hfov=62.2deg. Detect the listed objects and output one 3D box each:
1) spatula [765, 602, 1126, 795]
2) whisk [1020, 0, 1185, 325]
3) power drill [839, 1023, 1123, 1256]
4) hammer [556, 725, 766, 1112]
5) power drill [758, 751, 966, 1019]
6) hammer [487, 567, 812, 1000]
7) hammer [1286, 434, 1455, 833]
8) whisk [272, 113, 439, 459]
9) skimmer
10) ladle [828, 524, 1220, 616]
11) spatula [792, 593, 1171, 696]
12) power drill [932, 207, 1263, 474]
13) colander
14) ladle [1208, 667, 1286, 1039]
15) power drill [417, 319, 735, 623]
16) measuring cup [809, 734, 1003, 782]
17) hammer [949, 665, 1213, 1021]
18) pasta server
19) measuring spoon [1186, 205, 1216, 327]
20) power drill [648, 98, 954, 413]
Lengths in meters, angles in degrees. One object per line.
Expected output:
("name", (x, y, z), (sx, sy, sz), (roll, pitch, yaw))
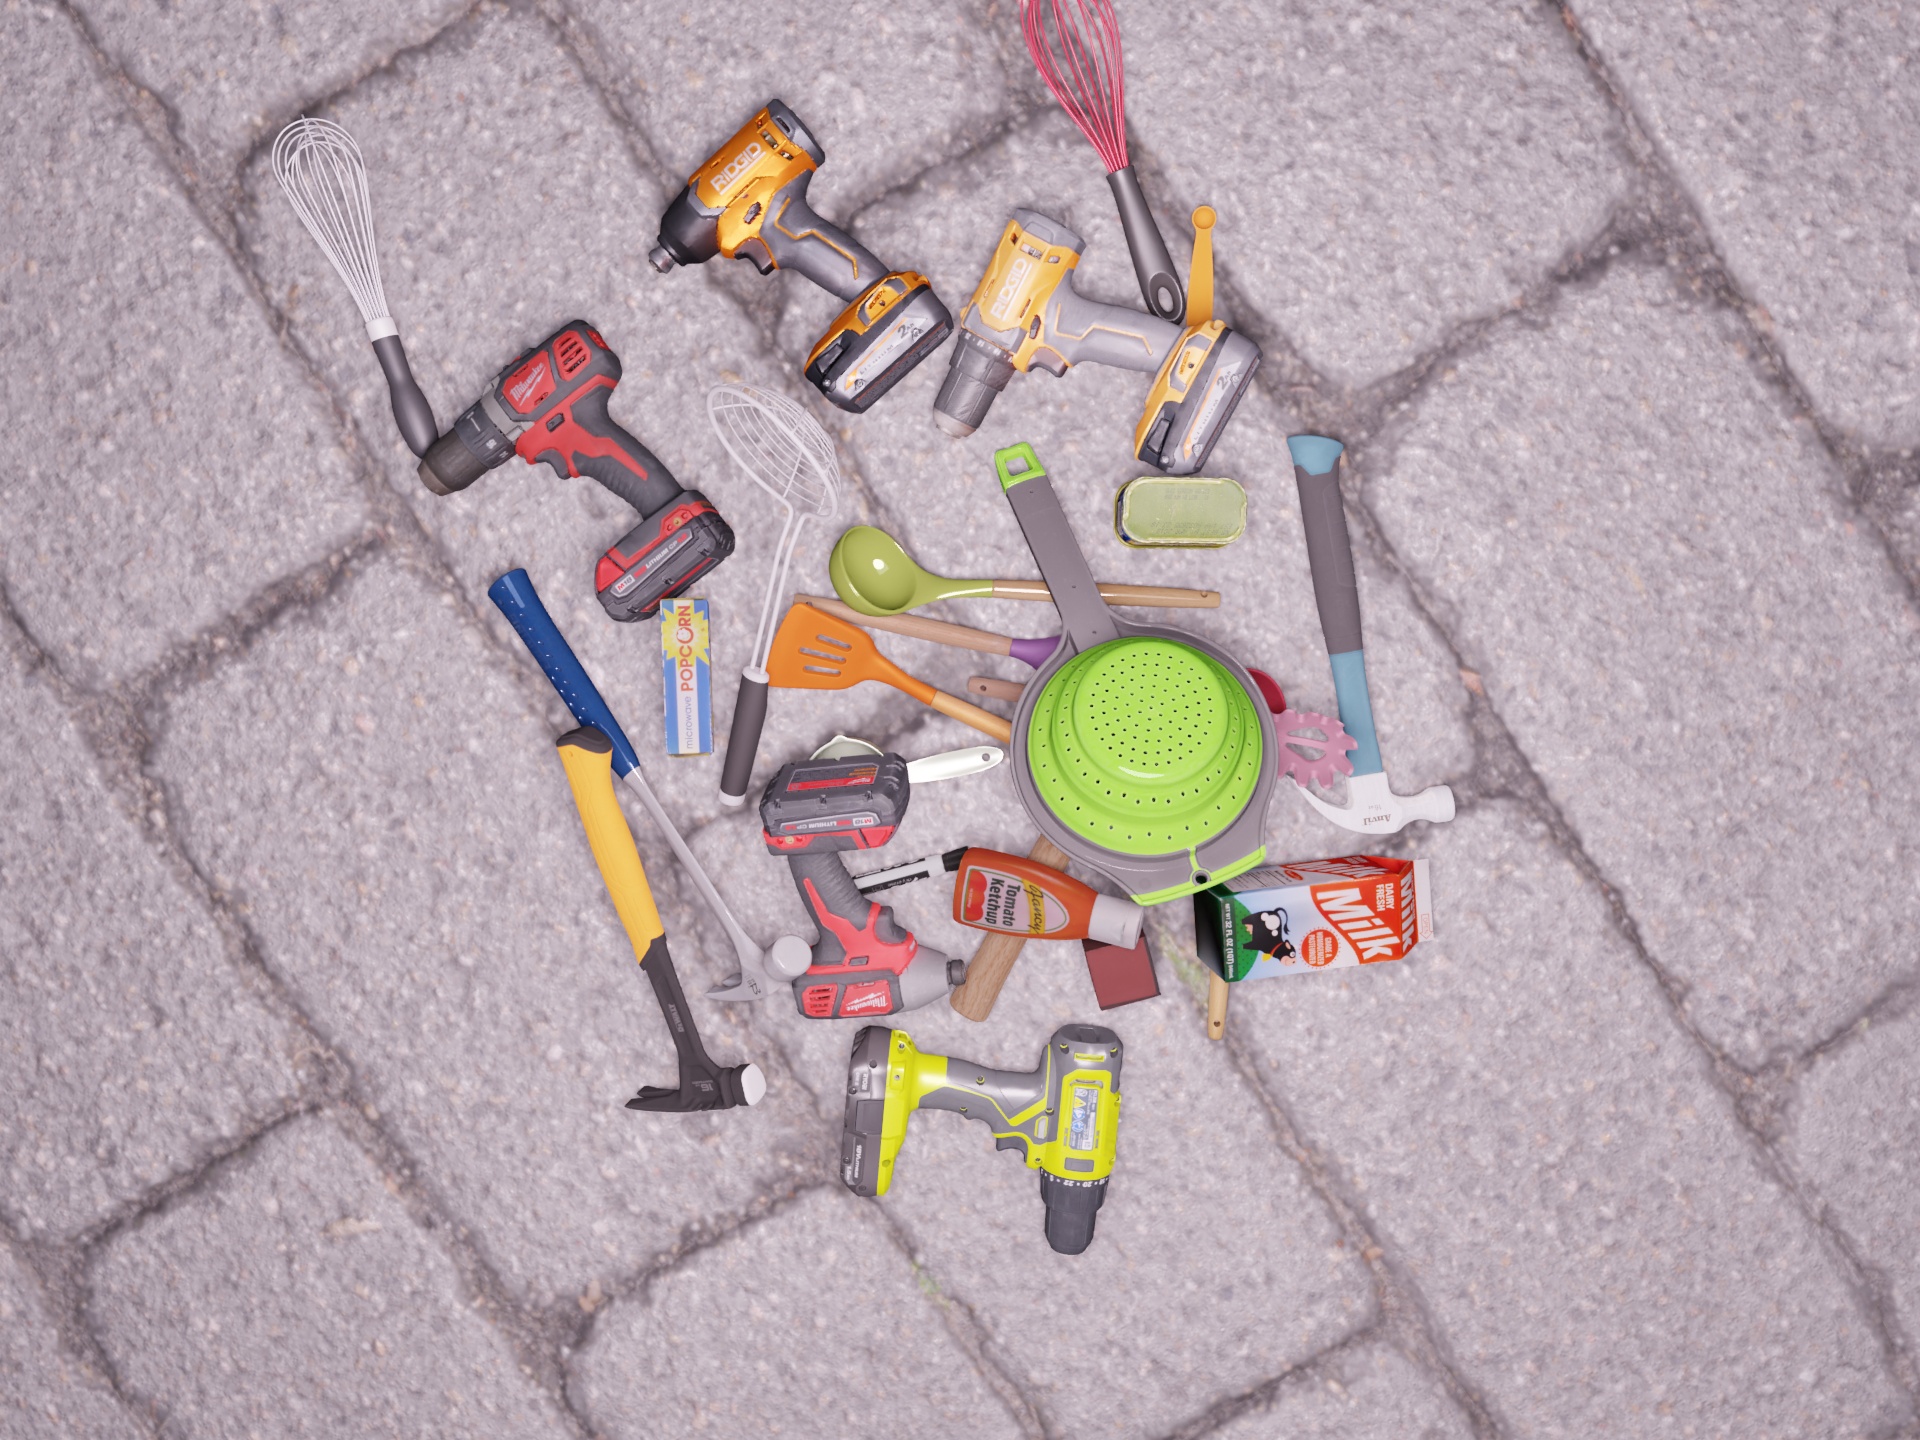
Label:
("spatula", (-0.002, -0.004, 1.309), (0.322, 0.041, 0.081), (25, 116, -2))
("whisk", (0.120, -0.453, 1.255), (0.073, 0.073, 0.295), (-21, 101, 4))
("power drill", (0.018, 0.345, 1.326), (0.228, 0.080, 0.190), (5, 97, 0))
("hammer", (-0.265, 0.167, 1.297), (0.127, 0.034, 0.336), (-10, 104, 25))
("power drill", (-0.078, 0.142, 1.286), (0.143, 0.079, 0.219), (-5, 114, 9))
("hammer", (-0.267, 0.055, 1.306), (0.035, 0.144, 0.405), (-31, 84, -38))
("hammer", (0.313, -0.069, 1.294), (0.128, 0.033, 0.331), (-10, 95, 2))
("whisk", (-0.483, -0.349, 1.294), (0.070, 0.070, 0.284), (-17, 100, 4))
("skimmer", (-0.169, -0.084, 1.233), (0.127, 0.090, 0.363), (31, 120, 29))
("ladle", (0.053, -0.113, 1.290), (0.320, 0.062, 0.078), (3, 60, -1))
("spatula", (0.016, -0.064, 1.314), (0.316, 0.018, 0.060), (13, 98, 0))
("power drill", (0.099, -0.272, 1.254), (0.226, 0.084, 0.185), (31, 103, 8))
("colander", (0.109, -0.063, 1.200), (0.204, 0.094, 0.397), (-20, 69, -5))
("ladle", (0.224, 0.112, 1.318), (0.069, 0.031, 0.315), (4, 98, 7))
("power drill", (-0.313, -0.186, 1.290), (0.188, 0.080, 0.226), (-37, 90, 5))
("measuring cup", (-0.047, 0.042, 1.319), (0.167, 0.038, 0.083), (-11, 95, 2))
("hammer", (0.075, 0.103, 1.295), (0.130, 0.031, 0.331), (30, 106, 9))
("pasta server", (0.158, -0.001, 1.283), (0.316, 0.040, 0.060), (11, 101, 11))
("measuring spoon", (0.194, -0.354, 1.284), (0.021, 0.011, 0.117), (2, 99, 1))
("power drill", (-0.132, -0.355, 1.264), (0.164, 0.084, 0.226), (-40, 88, 6))
